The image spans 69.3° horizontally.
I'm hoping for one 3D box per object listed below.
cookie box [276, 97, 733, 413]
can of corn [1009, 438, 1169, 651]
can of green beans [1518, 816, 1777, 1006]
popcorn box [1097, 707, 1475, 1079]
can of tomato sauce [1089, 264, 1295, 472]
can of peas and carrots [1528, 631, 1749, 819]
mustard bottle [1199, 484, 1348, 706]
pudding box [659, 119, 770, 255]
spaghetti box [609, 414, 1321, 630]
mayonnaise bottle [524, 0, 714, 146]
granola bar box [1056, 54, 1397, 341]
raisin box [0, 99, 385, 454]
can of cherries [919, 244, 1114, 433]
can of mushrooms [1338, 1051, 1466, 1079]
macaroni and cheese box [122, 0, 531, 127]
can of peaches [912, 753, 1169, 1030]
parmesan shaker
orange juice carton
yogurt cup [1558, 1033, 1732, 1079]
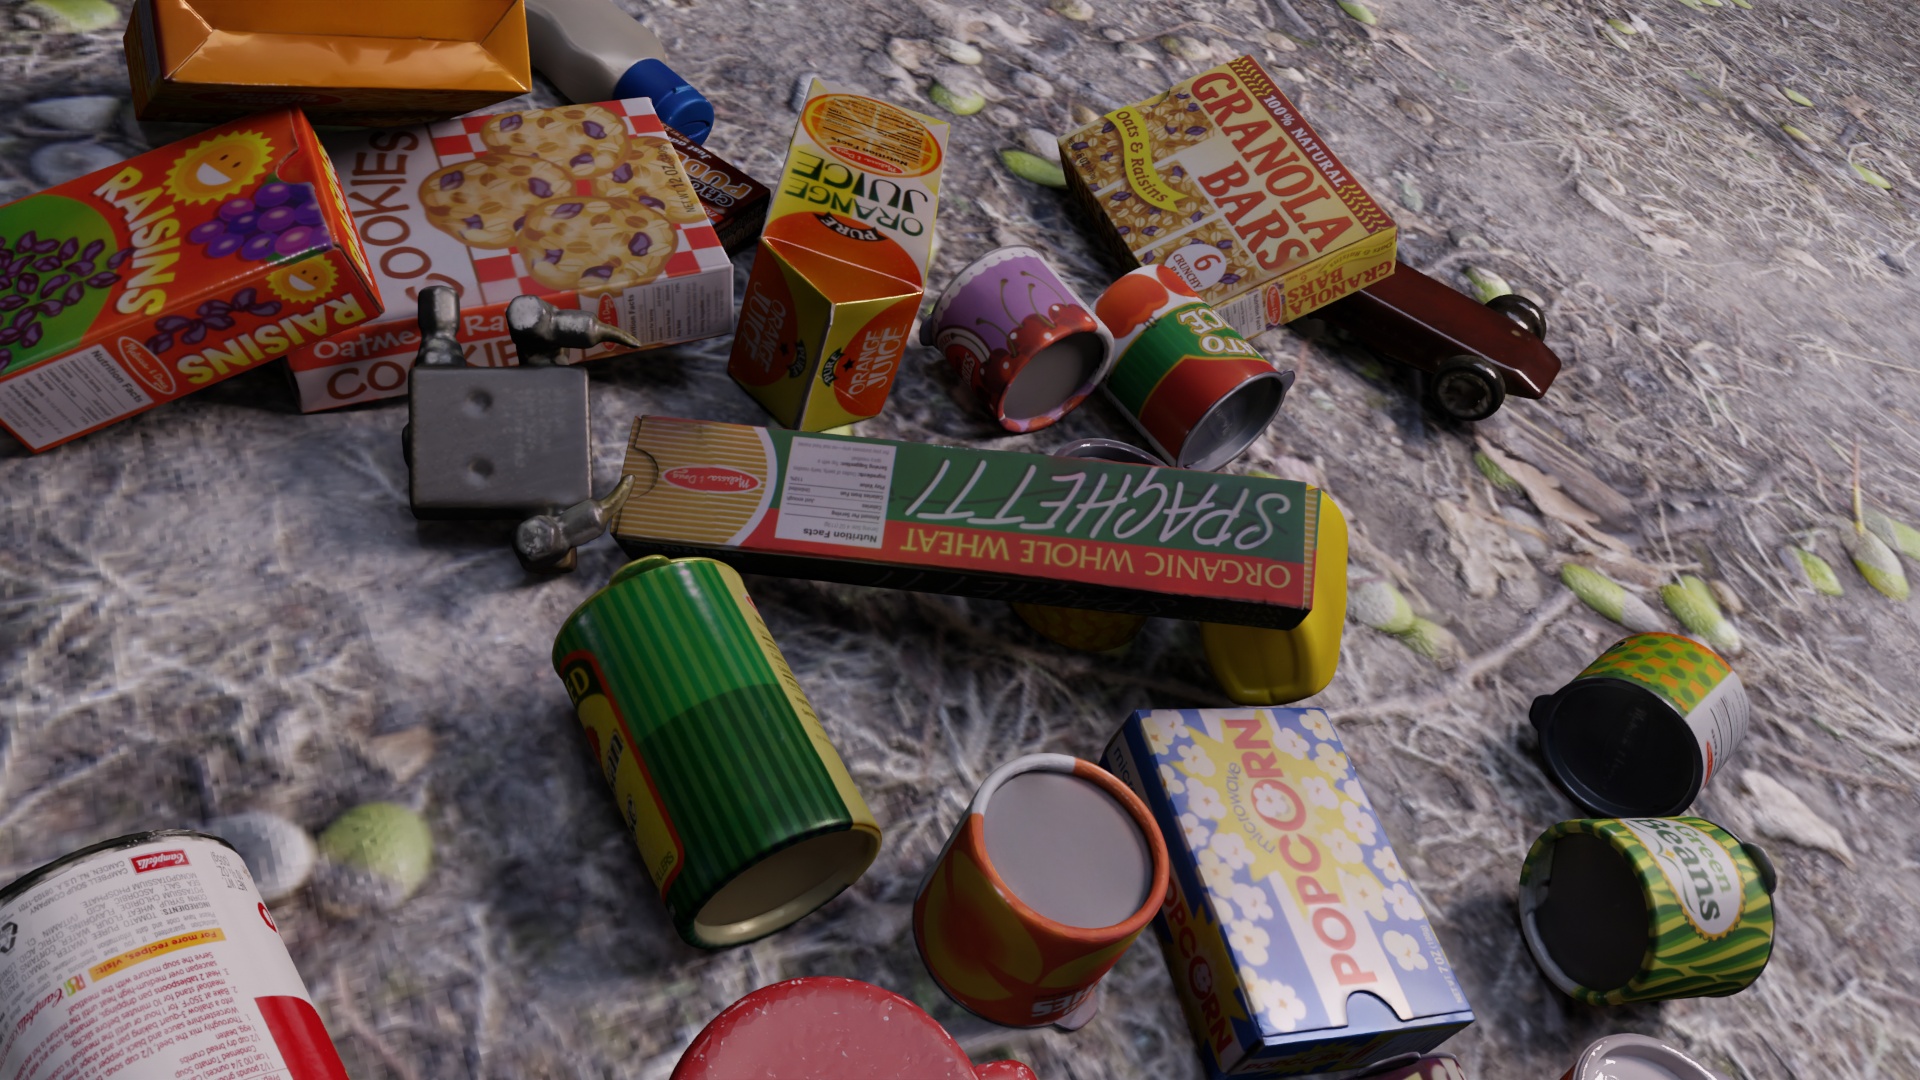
[{"bbox_3d":[-0.190,-0.122,0.560,0.168,0.040,0.123,-14,53,-21],"label":"cookie box"},{"bbox_3d":[0.058,0.004,0.560,0.071,0.058,0.071,13,43,-13],"label":"can of corn"},{"bbox_3d":[0.252,0.136,0.514,0.058,0.071,0.071,4,46,-22],"label":"can of green beans"},{"bbox_3d":[0.109,0.118,0.485,0.085,0.038,0.127,4,46,-24],"label":"popcorn box"},{"bbox_3d":[0.104,-0.082,0.660,0.071,0.070,0.083,-18,57,-37],"label":"can of tomato sauce"},{"bbox_3d":[0.288,0.078,0.591,0.059,0.070,0.071,-23,60,-40],"label":"can of peas and carrots"},{"bbox_3d":[0.137,0.011,0.589,0.049,0.065,0.161,-10,18,24],"label":"mustard bottle"},{"bbox_3d":[-0.139,-0.168,0.661,0.084,0.030,0.050,34,44,10],"label":"pudding box"},{"bbox_3d":[0.002,-0.006,0.504,0.250,0.028,0.050,6,69,4],"label":"spaghetti box"},{"bbox_3d":[-0.189,-0.251,0.714,0.148,0.041,0.065,42,45,16],"label":"mayonnaise bottle"},{"bbox_3d":[0.141,-0.185,0.760,0.124,0.039,0.166,-24,54,-1],"label":"granola bar box"},{"bbox_3d":[-0.274,-0.094,0.479,0.123,0.040,0.086,-25,57,-10],"label":"raisin box"},{"bbox_3d":[0.026,-0.090,0.637,0.072,0.071,0.058,-16,57,-36],"label":"can of cherries"},{"bbox_3d":[0.122,0.178,0.407,0.071,0.070,0.033,1,49,-25],"label":"can of mushrooms"},{"bbox_3d":[-0.257,-0.192,0.553,0.124,0.040,0.166,-9,15,-32],"label":"macaroni and cheese box"},{"bbox_3d":[0.027,0.111,0.438,0.071,0.057,0.071,13,43,-13],"label":"can of peaches"},{"bbox_3d":[-0.077,0.063,0.428,0.071,0.071,0.103,-12,54,-34],"label":"parmesan shaker"},{"bbox_3d":[-0.055,-0.126,0.628,0.073,0.071,0.194,16,43,-10],"label":"orange juice carton"},{"bbox_3d":[0.210,0.199,0.439,0.072,0.053,0.073,13,43,-13],"label":"yogurt cup"}]
